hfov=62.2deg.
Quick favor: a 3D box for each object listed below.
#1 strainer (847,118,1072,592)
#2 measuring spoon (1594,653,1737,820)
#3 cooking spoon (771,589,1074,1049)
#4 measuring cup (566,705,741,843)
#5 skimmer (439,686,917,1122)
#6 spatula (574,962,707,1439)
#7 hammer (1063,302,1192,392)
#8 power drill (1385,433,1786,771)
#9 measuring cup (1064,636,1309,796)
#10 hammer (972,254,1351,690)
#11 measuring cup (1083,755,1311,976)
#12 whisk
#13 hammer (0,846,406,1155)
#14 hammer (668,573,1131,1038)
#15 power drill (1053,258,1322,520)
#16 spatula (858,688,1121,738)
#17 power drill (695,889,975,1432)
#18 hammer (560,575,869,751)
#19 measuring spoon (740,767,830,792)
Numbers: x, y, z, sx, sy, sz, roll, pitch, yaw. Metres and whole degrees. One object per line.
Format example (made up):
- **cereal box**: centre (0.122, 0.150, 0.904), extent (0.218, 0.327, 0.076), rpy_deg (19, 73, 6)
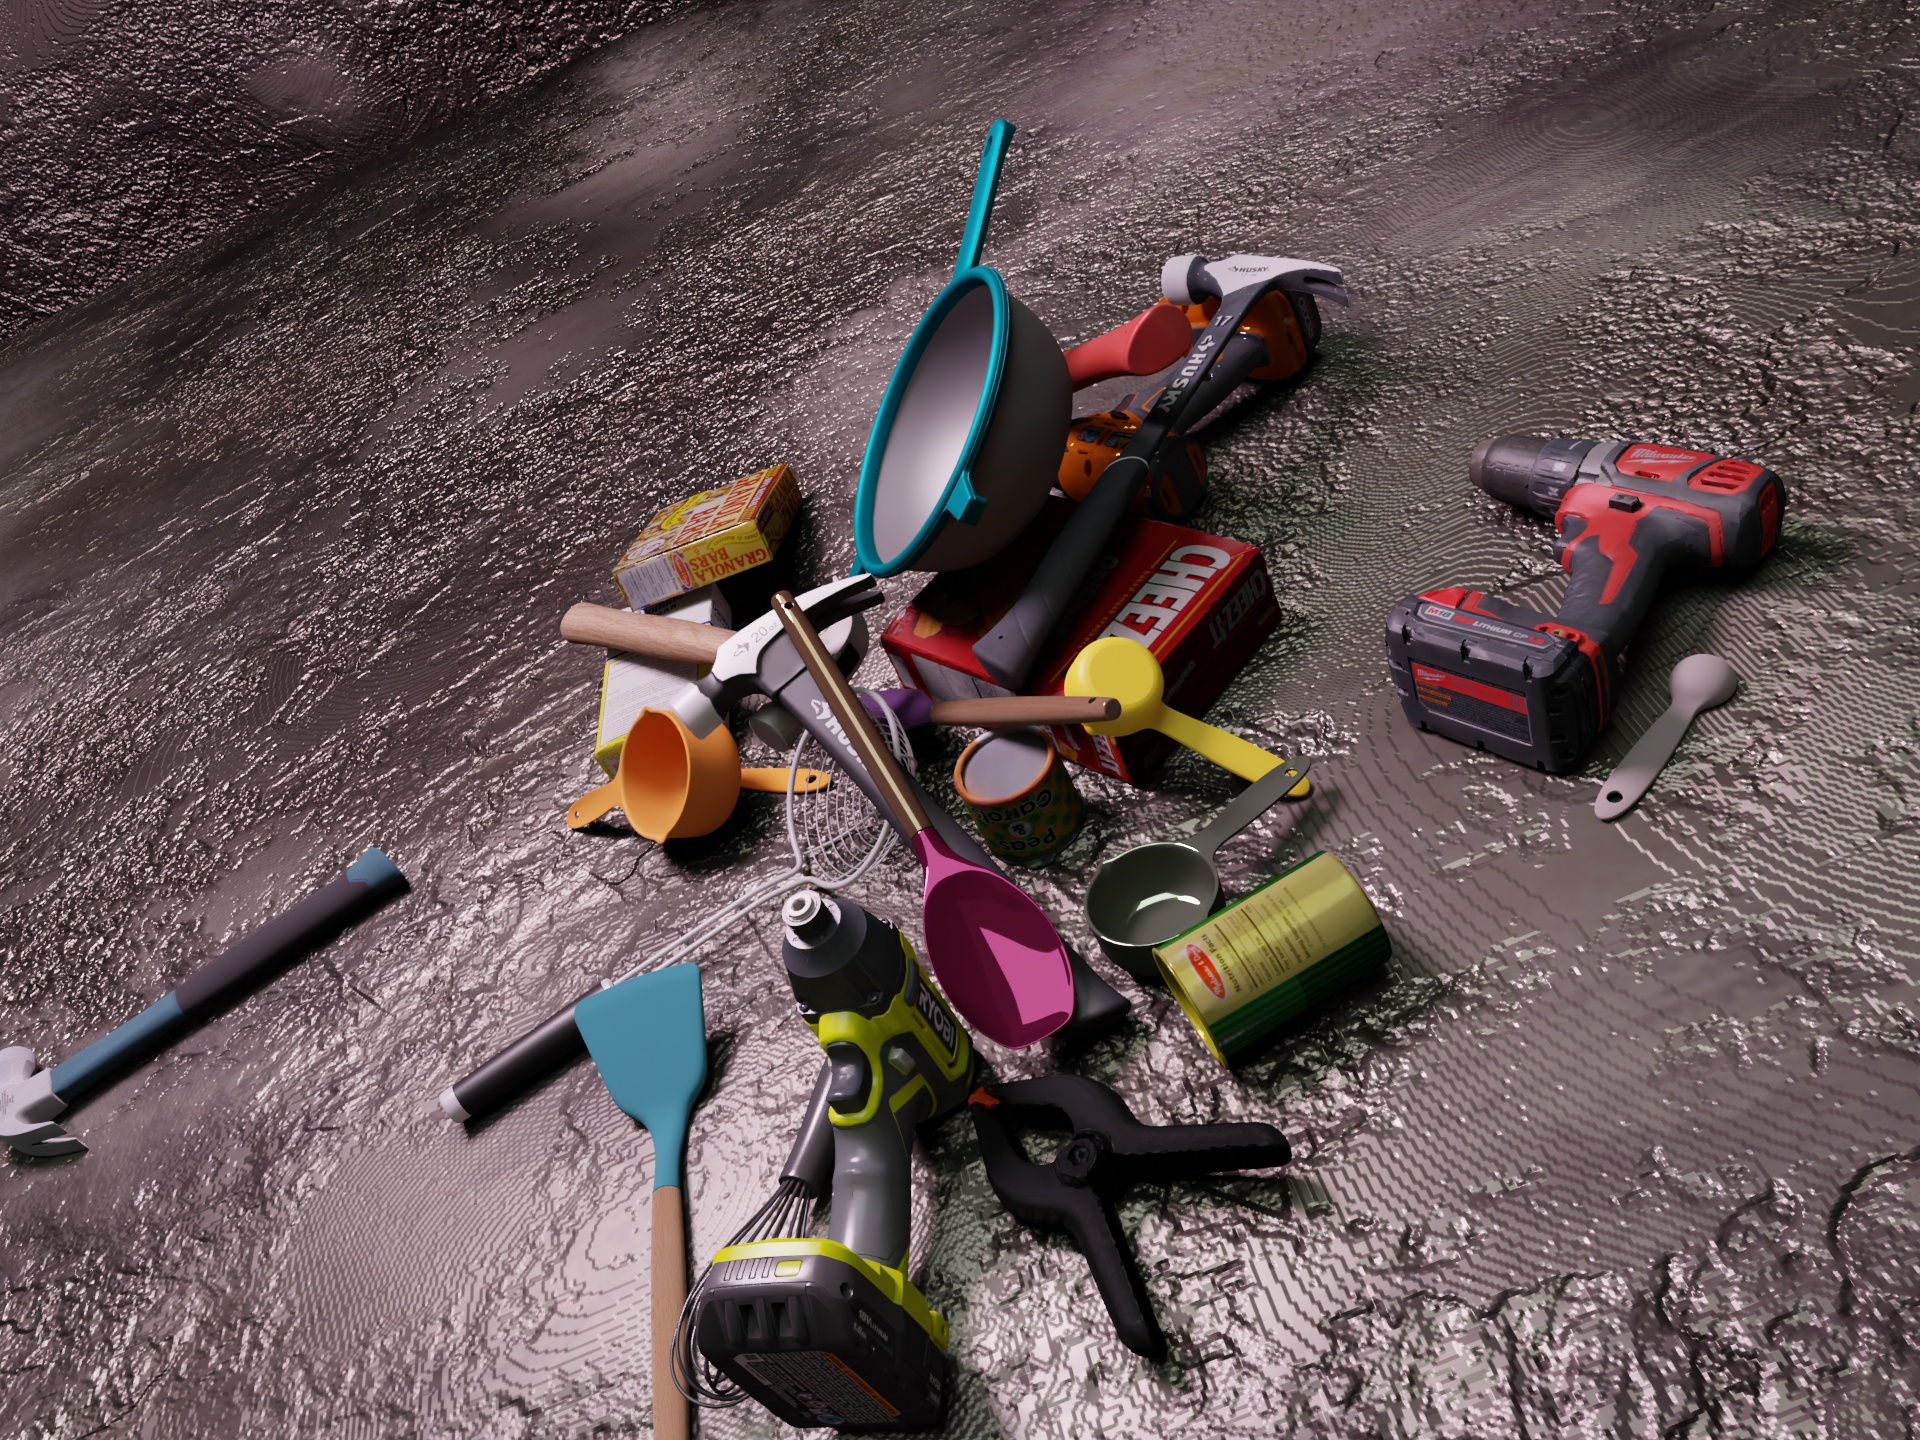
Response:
- **strainer**: centre (0.026, -0.242, 1.066), extent (0.211, 0.095, 0.340), rpy_deg (-22, 53, 62)
- **measuring spoon**: centre (0.374, 0.006, 0.851), extent (0.034, 0.018, 0.124), rpy_deg (24, 62, 43)
- **cooking spoon**: centre (-0.033, 0.044, 0.895), extent (0.069, 0.017, 0.319), rpy_deg (-27, 63, -10)
- **measuring cup**: centre (-0.216, 0.049, 1.115), extent (0.173, 0.052, 0.095), rpy_deg (-24, 70, 46)
- **skimmer**: centre (-0.179, 0.117, 0.988), extent (0.363, 0.090, 0.127), rpy_deg (-35, 41, -8)
- **spatula**: centre (-0.163, 0.271, 0.851), extent (0.082, 0.044, 0.318), rpy_deg (-20, 41, 4)
- **hammer**: centre (0.063, -0.252, 1.161), extent (0.149, 0.036, 0.359), rpy_deg (-57, 20, -14)
- **power drill**: centre (0.341, -0.089, 0.930), extent (0.227, 0.080, 0.188), rpy_deg (-43, 42, -22)
- **measuring cup**: centre (0.134, 0.001, 0.922), extent (0.156, 0.029, 0.062), rpy_deg (27, 66, 7)
- **hammer**: centre (0.123, -0.177, 1.056), extent (0.149, 0.036, 0.409), rpy_deg (10, 55, 38)
- **measuring cup**: centre (0.142, 0.080, 0.891), extent (0.167, 0.038, 0.083), rpy_deg (-38, 38, -21)
- **whisk**: centre (-0.088, 0.244, 0.838), extent (0.055, 0.055, 0.239), rpy_deg (-3, 41, 27)
- **hammer**: centre (-0.555, 0.197, 1.161), extent (0.331, 0.033, 0.128), rpy_deg (-35, 39, -9)
- **hammer**: centre (-0.022, 0.051, 0.918), extent (0.146, 0.035, 0.335), rpy_deg (-41, 64, -6)
- **power drill**: centre (0.152, -0.251, 1.207), extent (0.164, 0.084, 0.226), rpy_deg (20, 63, 43)
- **spatula**: centre (-0.002, -0.003, 1.000), extent (0.060, 0.018, 0.316), rpy_deg (-48, 23, -24)
- **power drill**: centre (-0.054, 0.205, 0.765), extent (0.080, 0.171, 0.223), rpy_deg (-11, 46, 19)
- **hammer**: centre (-0.186, -0.057, 1.131), extent (0.331, 0.031, 0.130), rpy_deg (12, 54, 46)
- **measuring spoon**: centre (-0.140, 0.038, 1.112), extent (0.117, 0.011, 0.021), rpy_deg (2, 48, 31)
